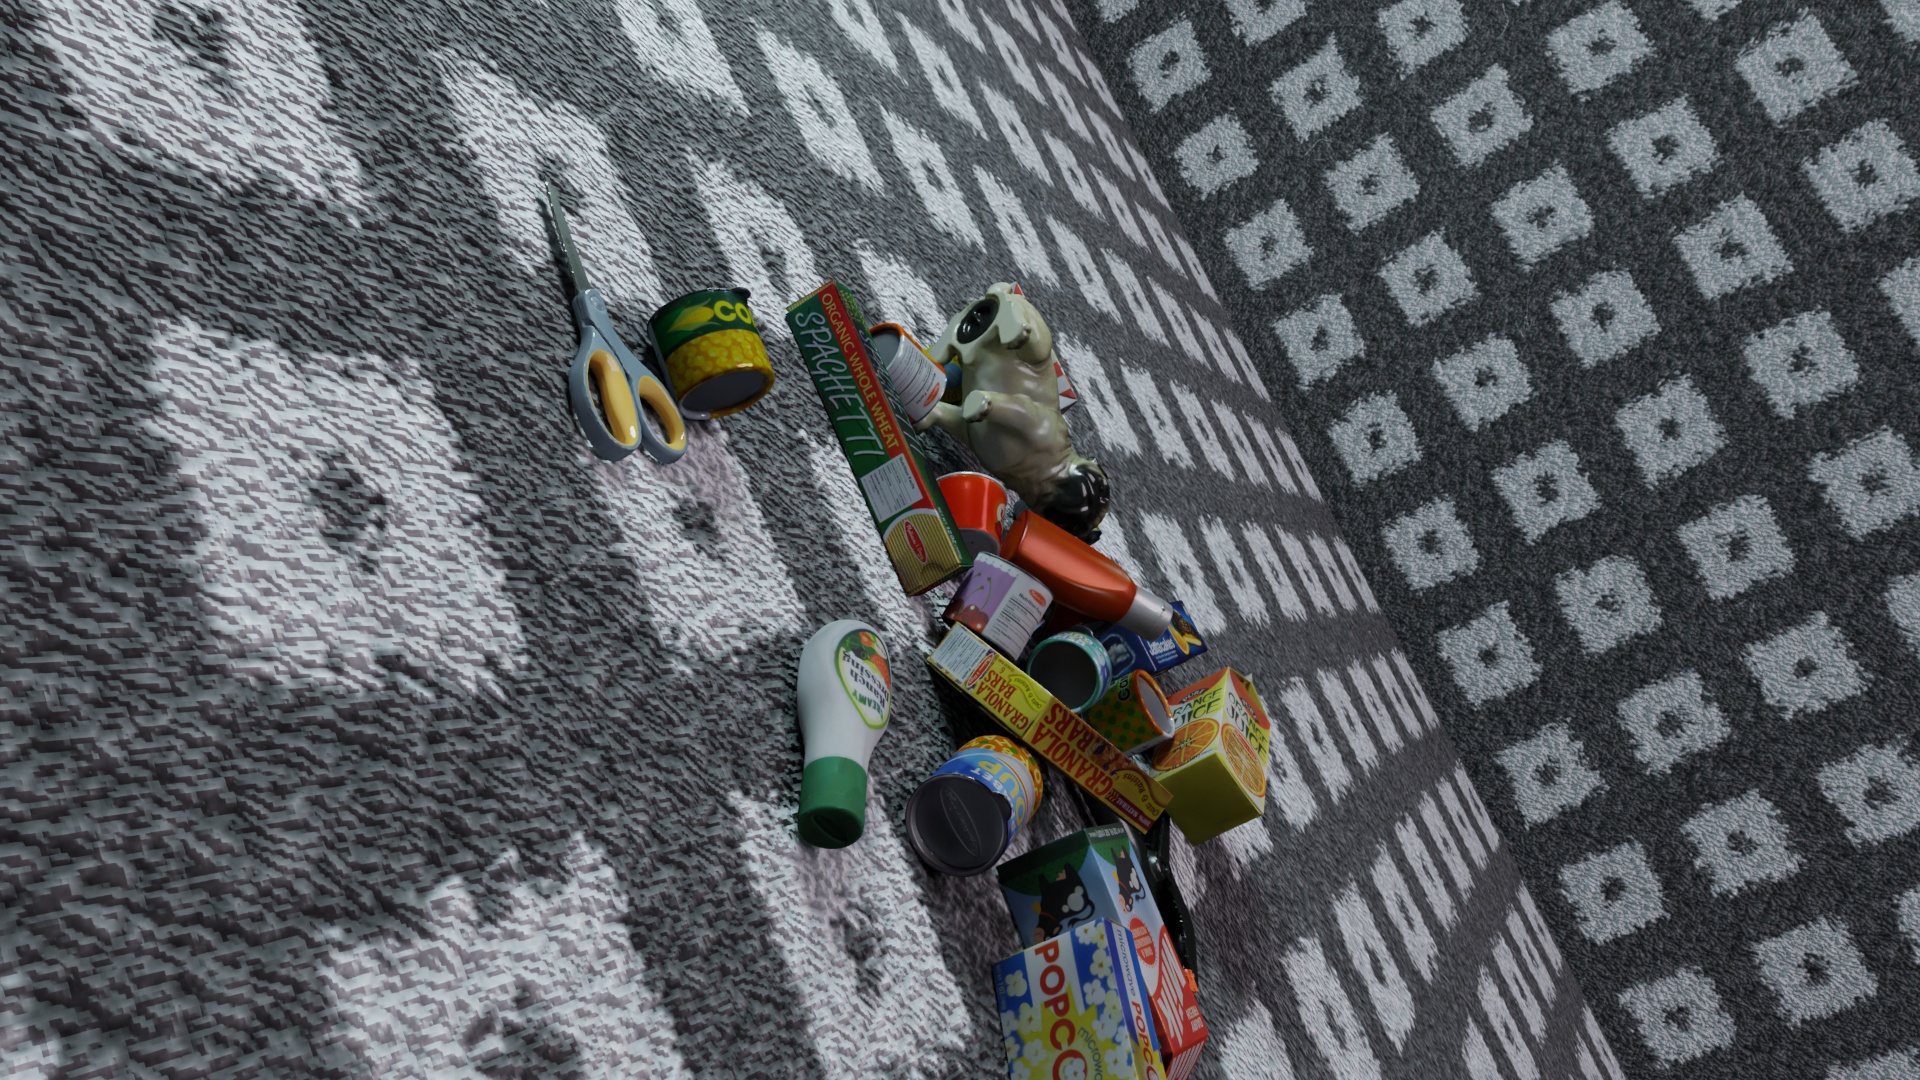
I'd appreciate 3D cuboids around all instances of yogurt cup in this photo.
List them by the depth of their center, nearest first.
[{"bbox_3d":[0.004,-0.014,1.099,0.072,0.072,0.054,41,37,-41],"label":"yogurt cup"}]

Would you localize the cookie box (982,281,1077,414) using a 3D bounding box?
[{"bbox_3d":[0.054,-0.166,1.332,0.123,0.040,0.167,63,-7,1],"label":"cookie box"}]

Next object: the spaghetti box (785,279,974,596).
[{"bbox_3d":[-0.063,-0.080,1.051,0.029,0.050,0.250,10,54,-66],"label":"spaghetti box"}]

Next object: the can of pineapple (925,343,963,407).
[{"bbox_3d":[-0.001,-0.155,1.268,0.071,0.057,0.071,47,25,-31],"label":"can of pineapple"}]

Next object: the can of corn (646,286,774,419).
[{"bbox_3d":[-0.154,-0.117,0.870,0.071,0.071,0.058,11,53,-63],"label":"can of corn"}]

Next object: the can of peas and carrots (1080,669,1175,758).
[{"bbox_3d":[0.144,0.151,1.204,0.071,0.058,0.071,48,24,-30],"label":"can of peas and carrots"}]

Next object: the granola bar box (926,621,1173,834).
[{"bbox_3d":[0.064,0.136,0.999,0.165,0.039,0.124,42,-5,-39],"label":"granola bar box"}]

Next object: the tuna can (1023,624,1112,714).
[{"bbox_3d":[0.087,0.105,1.122,0.071,0.071,0.033,62,22,4],"label":"tuna can"}]

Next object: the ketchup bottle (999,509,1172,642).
[{"bbox_3d":[0.105,0.034,1.144,0.149,0.043,0.065,29,38,-11],"label":"ketchup bottle"}]

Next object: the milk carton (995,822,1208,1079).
[{"bbox_3d":[0.101,0.290,0.916,0.072,0.073,0.191,14,50,-62],"label":"milk carton"}]

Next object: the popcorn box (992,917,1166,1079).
[{"bbox_3d":[0.072,0.300,0.824,0.038,0.085,0.127,38,31,-43],"label":"popcorn box"}]

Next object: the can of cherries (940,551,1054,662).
[{"bbox_3d":[0.026,0.050,1.040,0.071,0.058,0.071,30,-11,7],"label":"can of cherries"}]

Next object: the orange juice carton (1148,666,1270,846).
[{"bbox_3d":[0.225,0.179,1.239,0.073,0.071,0.193,53,25,-11],"label":"orange juice carton"}]

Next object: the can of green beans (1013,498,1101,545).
[{"bbox_3d":[0.089,-0.019,1.286,0.071,0.071,0.058,9,54,-63],"label":"can of green beans"}]

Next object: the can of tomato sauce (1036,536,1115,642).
[{"bbox_3d":[0.086,0.047,1.200,0.071,0.071,0.083,16,48,-61],"label":"can of tomato sauce"}]

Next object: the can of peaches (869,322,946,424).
[{"bbox_3d":[-0.056,-0.133,1.116,0.058,0.071,0.071,41,29,-40],"label":"can of peaches"}]

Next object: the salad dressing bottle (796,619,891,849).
[{"bbox_3d":[-0.070,0.110,0.806,0.064,0.044,0.148,48,25,-31],"label":"salad dressing bottle"}]

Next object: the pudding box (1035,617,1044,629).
[{"bbox_3d":[0.034,0.061,1.115,0.049,0.030,0.084,61,22,1],"label":"pudding box"}]

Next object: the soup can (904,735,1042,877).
[{"bbox_3d":[0.013,0.166,0.881,0.071,0.071,0.084,61,21,1],"label":"soup can"}]
